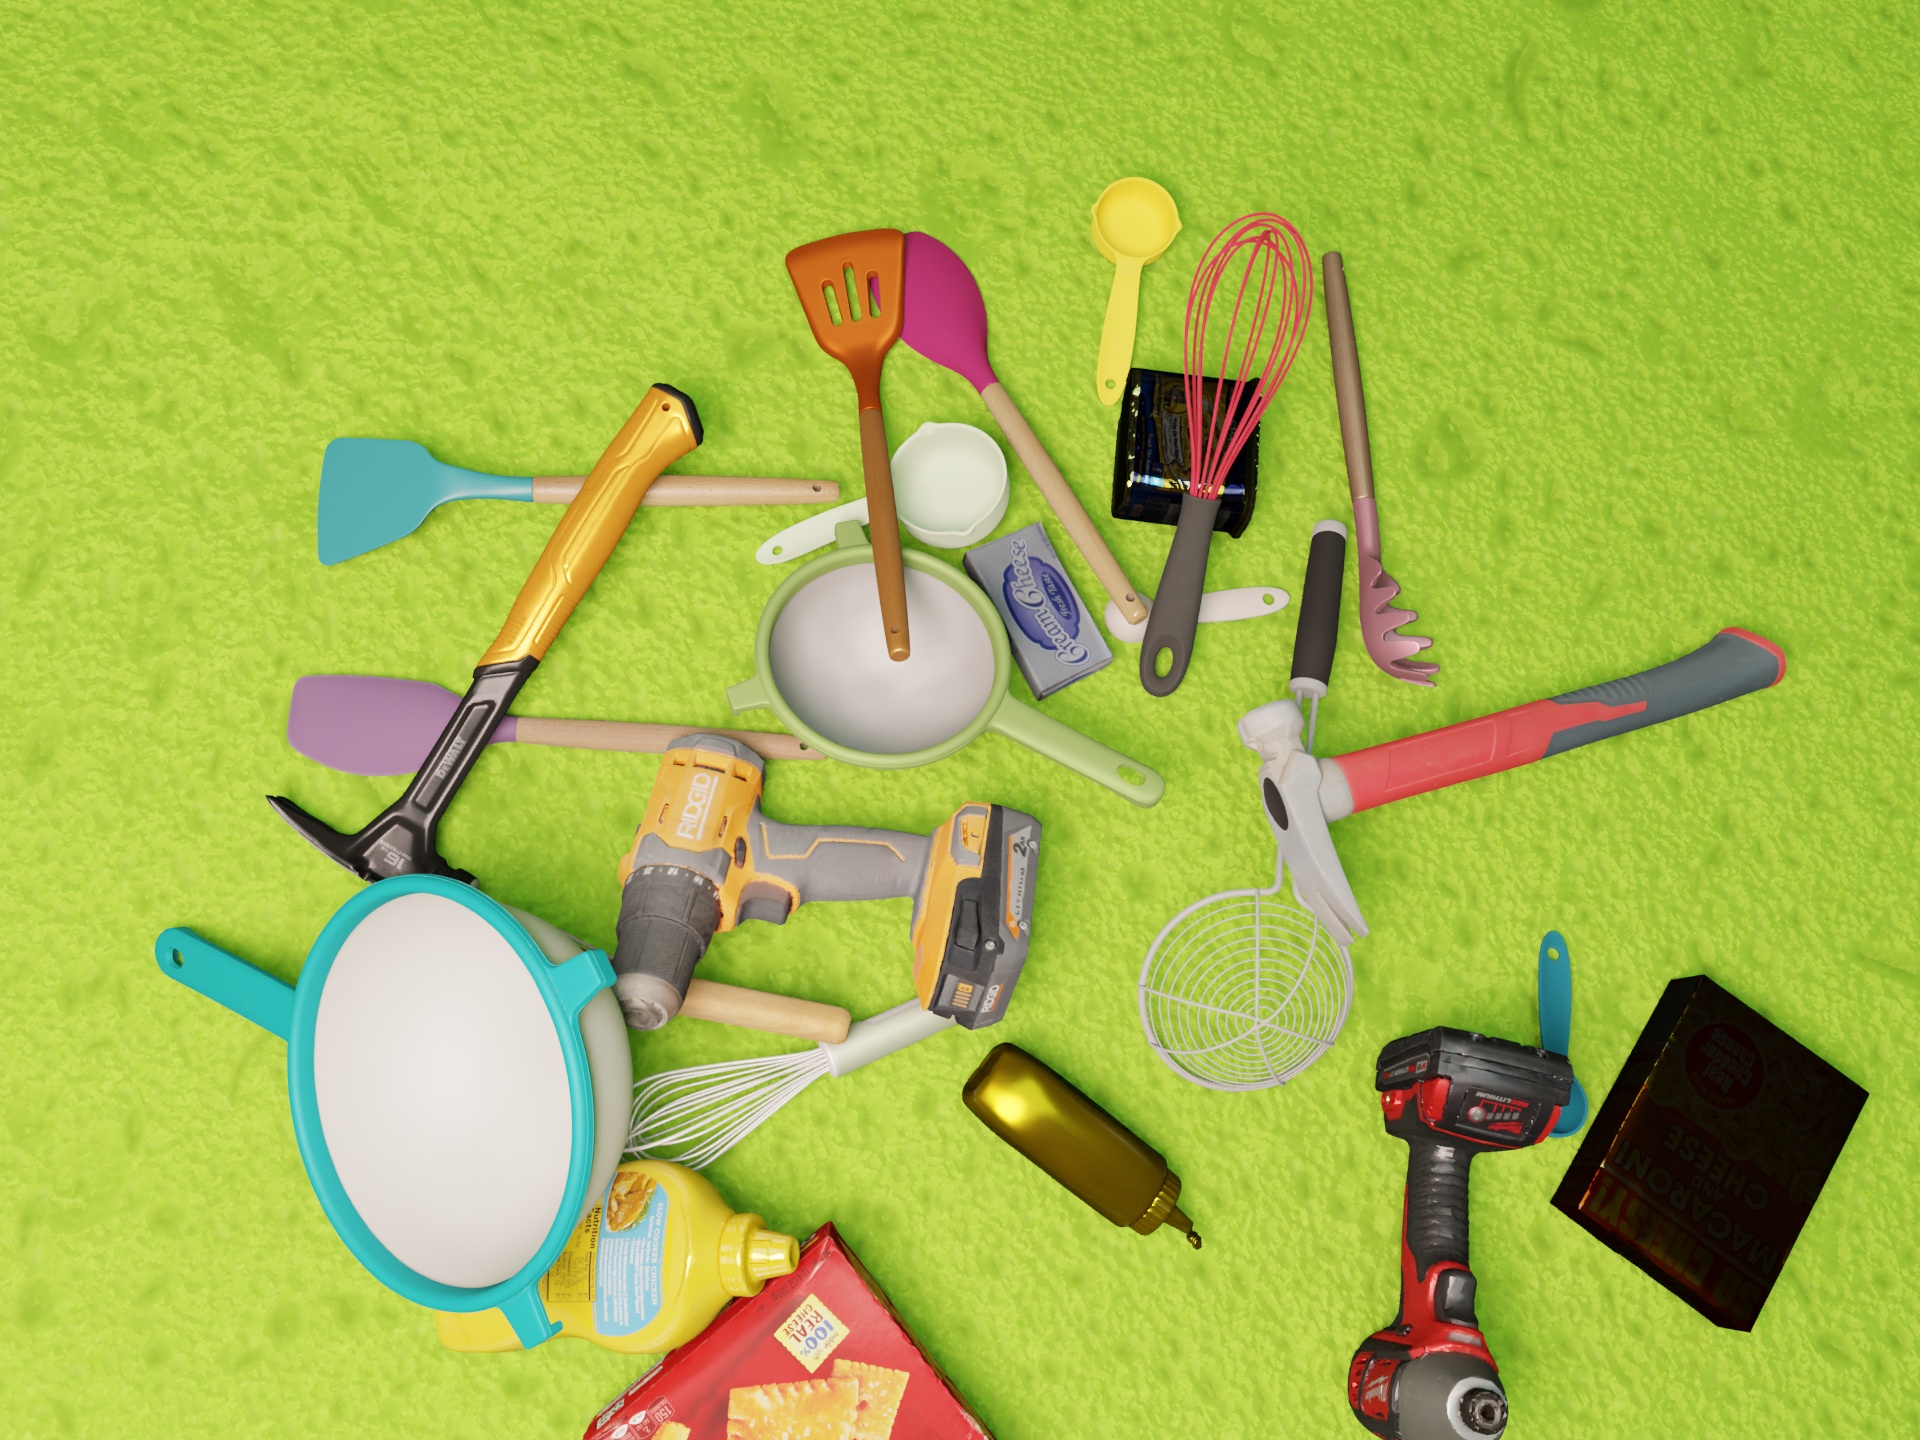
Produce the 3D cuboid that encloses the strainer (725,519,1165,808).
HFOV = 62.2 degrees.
[{"bbox_3d":[-0.002,-0.003,0.947,0.256,0.069,0.151,27,61,4],"label":"strainer"}]

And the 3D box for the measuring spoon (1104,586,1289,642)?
[{"bbox_3d":[0.153,-0.074,1.017,0.124,0.018,0.034,-8,76,-10],"label":"measuring spoon"}]

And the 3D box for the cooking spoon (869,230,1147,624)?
[{"bbox_3d":[0.033,-0.193,1.020,0.069,0.017,0.319,-27,73,-13],"label":"cooking spoon"}]

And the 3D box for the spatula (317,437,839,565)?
[{"bbox_3d":[-0.234,-0.139,0.975,0.317,0.044,0.082,0,76,-8],"label":"spatula"}]

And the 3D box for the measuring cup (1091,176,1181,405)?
[{"bbox_3d":[0.108,-0.285,1.069,0.062,0.029,0.156,9,86,-4],"label":"measuring cup"}]

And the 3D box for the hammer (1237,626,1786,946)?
[{"bbox_3d":[0.360,0.020,0.971,0.386,0.038,0.143,-14,73,-21],"label":"hammer"}]

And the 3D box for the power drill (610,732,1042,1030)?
[{"bbox_3d":[-0.077,0.105,0.881,0.226,0.084,0.186,13,44,-3],"label":"power drill"}]

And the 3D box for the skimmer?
[{"bbox_3d":[0.195,0.044,0.986,0.127,0.090,0.363,17,64,-7],"label":"skimmer"}]

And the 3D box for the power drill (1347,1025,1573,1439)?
[{"bbox_3d":[0.271,0.288,0.874,0.078,0.143,0.220,13,72,-1],"label":"power drill"}]

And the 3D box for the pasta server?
[{"bbox_3d":[0.270,-0.171,1.047,0.040,0.060,0.316,-12,71,28],"label":"pasta server"}]

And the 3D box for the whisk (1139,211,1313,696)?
[{"bbox_3d":[0.151,-0.154,0.958,0.073,0.073,0.295,10,107,-4],"label":"whisk"}]

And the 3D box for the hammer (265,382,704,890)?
[{"bbox_3d":[-0.259,-0.055,0.927,0.127,0.034,0.337,31,83,-2],"label":"hammer"}]

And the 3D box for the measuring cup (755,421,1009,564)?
[{"bbox_3d":[-0.048,-0.128,1.003,0.167,0.038,0.083,-22,70,6],"label":"measuring cup"}]

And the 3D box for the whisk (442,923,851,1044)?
[{"bbox_3d":[-0.182,0.147,0.885,0.245,0.051,0.047,11,115,2],"label":"whisk"}]

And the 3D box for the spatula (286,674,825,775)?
[{"bbox_3d":[-0.238,0.009,0.948,0.316,0.018,0.060,3,80,-5],"label":"spatula"}]

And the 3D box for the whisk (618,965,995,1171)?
[{"bbox_3d":[-0.083,0.194,0.904,0.246,0.058,0.059,-21,86,-17],"label":"whisk"}]

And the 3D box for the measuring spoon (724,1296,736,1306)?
[{"bbox_3d":[-0.106,0.329,0.886,0.117,0.011,0.021,21,81,3],"label":"measuring spoon"}]

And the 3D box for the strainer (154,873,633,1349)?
[{"bbox_3d":[-0.288,0.164,0.835,0.340,0.095,0.211,15,100,31],"label":"strainer"}]

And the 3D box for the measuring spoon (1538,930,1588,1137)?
[{"bbox_3d":[0.361,0.193,0.977,0.042,0.021,0.129,12,65,-3],"label":"measuring spoon"}]

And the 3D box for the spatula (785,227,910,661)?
[{"bbox_3d":[-0.055,-0.175,0.978,0.081,0.041,0.323,-10,58,3],"label":"spatula"}]
